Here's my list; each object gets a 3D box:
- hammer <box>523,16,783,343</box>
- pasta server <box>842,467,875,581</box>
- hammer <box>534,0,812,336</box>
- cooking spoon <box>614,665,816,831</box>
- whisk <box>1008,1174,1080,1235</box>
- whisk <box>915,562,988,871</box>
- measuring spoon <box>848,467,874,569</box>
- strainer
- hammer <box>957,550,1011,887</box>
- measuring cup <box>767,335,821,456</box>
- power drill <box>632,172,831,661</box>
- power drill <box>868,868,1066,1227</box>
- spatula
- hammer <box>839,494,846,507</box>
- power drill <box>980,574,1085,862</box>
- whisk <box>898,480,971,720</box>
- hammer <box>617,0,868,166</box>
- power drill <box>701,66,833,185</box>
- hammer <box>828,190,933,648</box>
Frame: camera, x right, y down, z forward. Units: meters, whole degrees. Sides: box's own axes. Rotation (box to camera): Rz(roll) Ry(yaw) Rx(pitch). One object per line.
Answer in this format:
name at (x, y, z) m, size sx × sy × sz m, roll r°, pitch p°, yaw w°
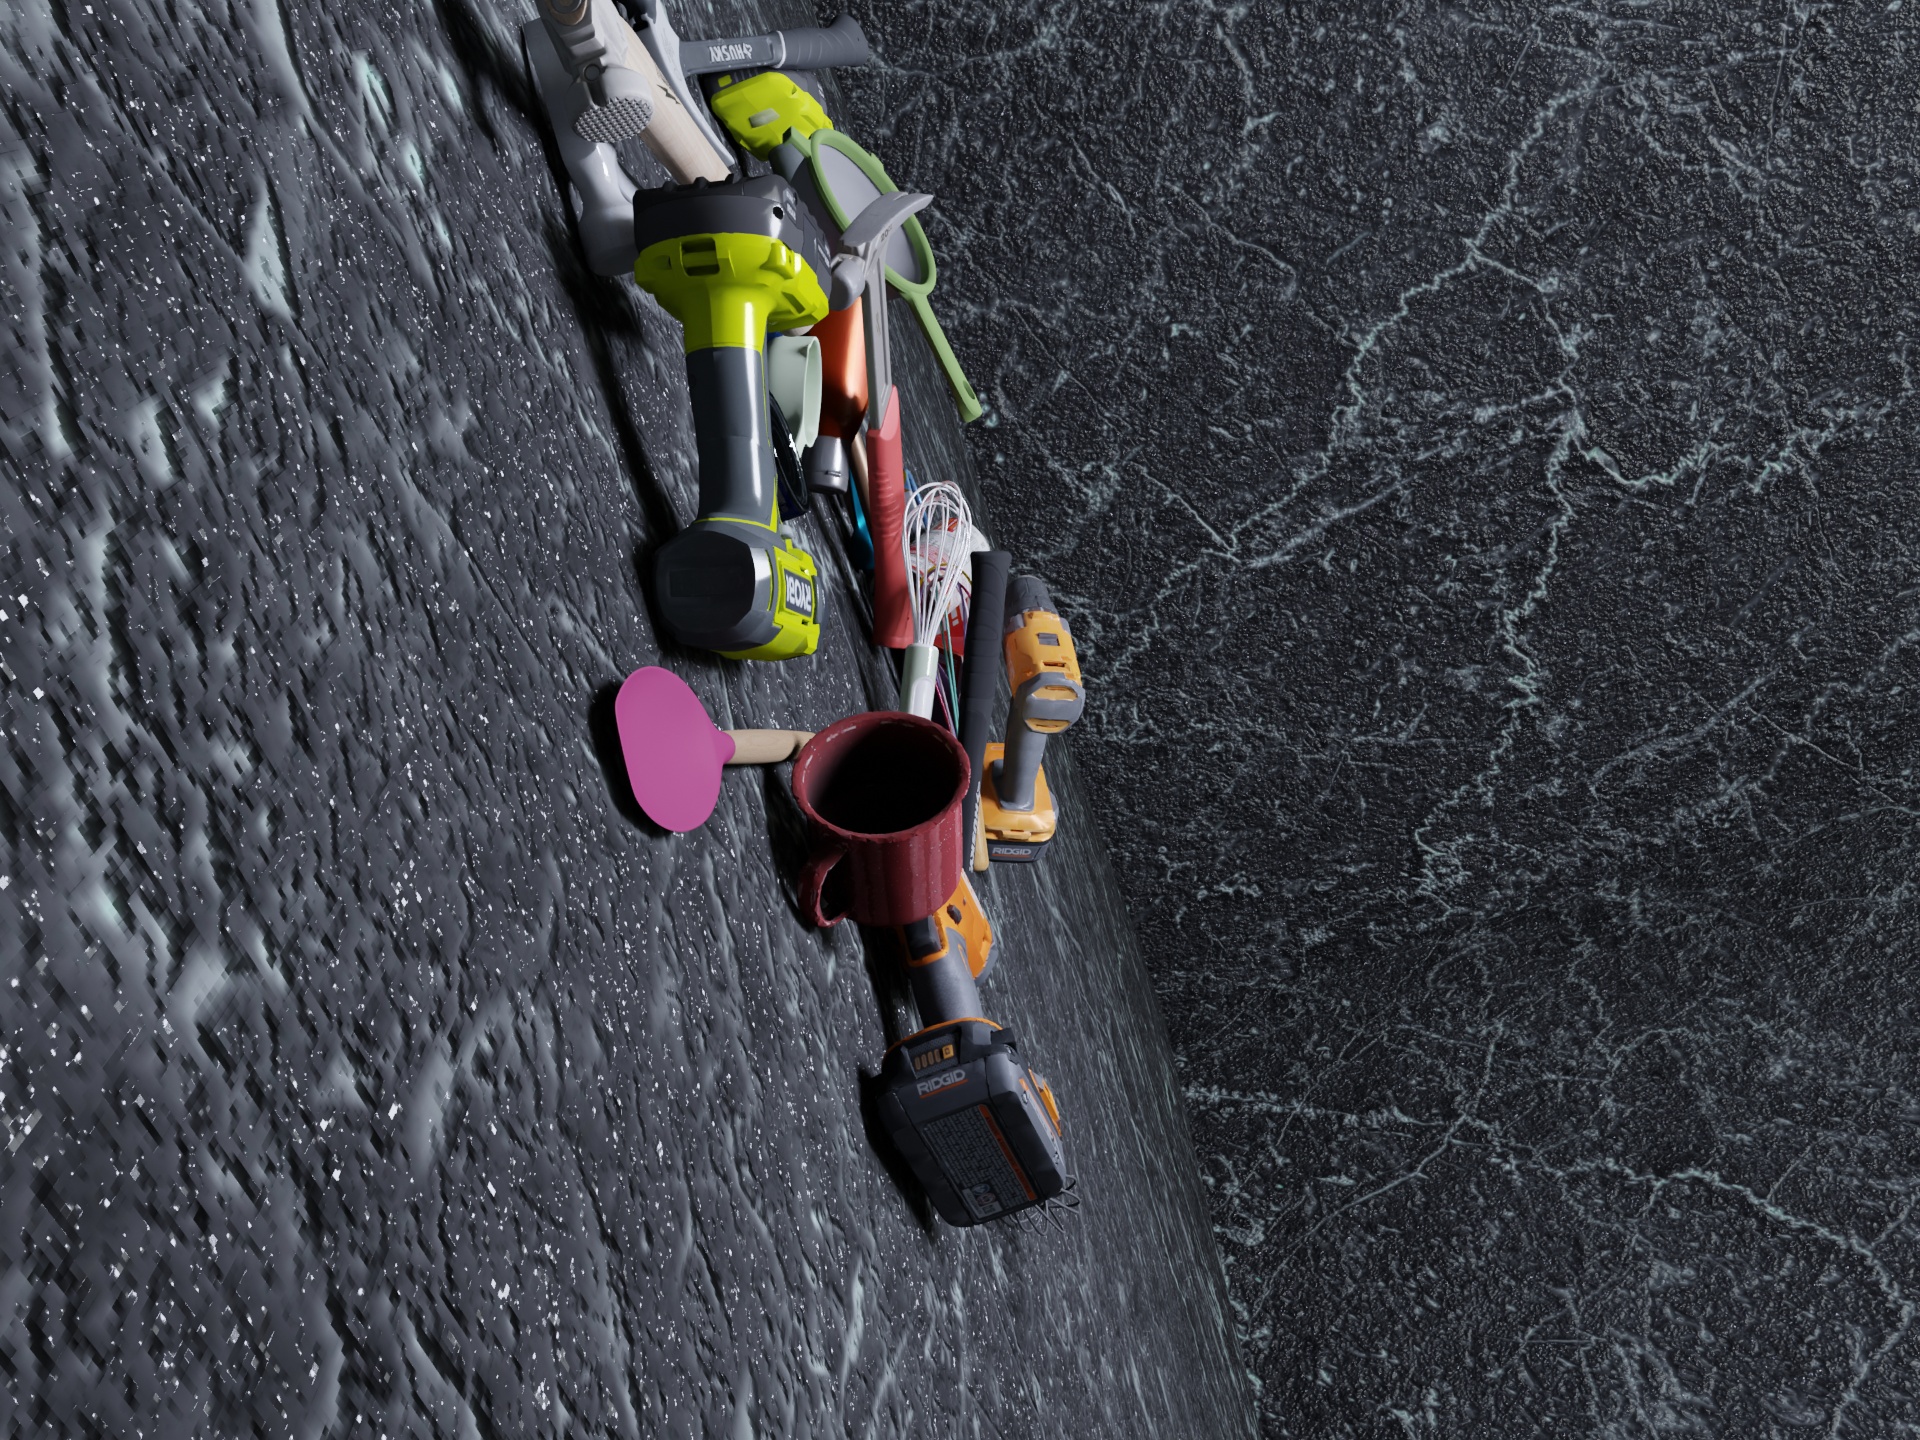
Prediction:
hammer at (-0.167, -0.297, 0.987) m, size 0.405 × 0.035 × 0.144 m, roll 2°, pitch 71°, yaw -83°
pasta server at (-0.107, -0.239, 1.295) m, size 0.040 × 0.060 × 0.315 m, roll 27°, pitch -35°, yaw 39°
hammer at (-0.148, -0.316, 0.895) m, size 0.410 × 0.038 × 0.146 m, roll 31°, pitch 41°, yaw -80°
cooking spoon at (-0.107, 0.013, 0.756) m, size 0.319 × 0.017 × 0.069 m, roll 3°, pitch 74°, yaw -82°
whisk at (0.030, 0.298, 1.033) m, size 0.238 × 0.055 × 0.055 m, roll 52°, pitch 21°, yaw -59°
whisk at (0.000, -0.004, 1.243) m, size 0.051 × 0.047 × 0.245 m, roll 125°, pitch -42°, yaw -81°
measuring spoon at (-0.077, -0.183, 1.310) m, size 0.042 × 0.021 × 0.128 m, roll -43°, pitch 137°, yaw -46°
strainer at (-0.066, -0.340, 1.262) m, size 0.256 × 0.069 × 0.151 m, roll 63°, pitch 26°, yaw 2°
hammer at (0.009, 0.022, 1.177) m, size 0.146 × 0.035 × 0.335 m, roll 64°, pitch 30°, yaw -63°
measuring cup at (-0.126, -0.194, 1.085) m, size 0.083 × 0.038 × 0.168 m, roll 91°, pitch 7°, yaw -55°
power drill at (-0.107, -0.142, 0.803) m, size 0.171 × 0.080 × 0.223 m, roll 12°, pitch 75°, yaw -81°
power drill at (-0.014, 0.151, 0.909) m, size 0.227 × 0.084 × 0.164 m, roll -106°, pitch 174°, yaw -50°
spatula at (-0.051, -0.107, 1.317) m, size 0.018 × 0.060 × 0.315 m, roll -37°, pitch 118°, yaw -43°
hammer at (-0.107, -0.298, 1.489) m, size 0.331 × 0.033 × 0.128 m, roll -90°, pitch 162°, yaw -69°
power drill at (0.054, -0.005, 1.454) m, size 0.186 × 0.084 × 0.226 m, roll -99°, pitch -163°, yaw -50°
whisk at (-0.027, -0.062, 1.192) m, size 0.059 × 0.057 × 0.246 m, roll -7°, pitch -106°, yaw 55°
hammer at (-0.150, -0.523, 1.251) m, size 0.409 × 0.036 × 0.149 m, roll -55°, pitch 129°, yaw -61°
power drill at (-0.147, -0.447, 1.355) m, size 0.190 × 0.080 × 0.228 m, roll 2°, pitch 73°, yaw -73°
hammer at (-0.054, -0.206, 1.200) m, size 0.149 × 0.037 × 0.358 m, roll -60°, pitch 156°, yaw -44°
